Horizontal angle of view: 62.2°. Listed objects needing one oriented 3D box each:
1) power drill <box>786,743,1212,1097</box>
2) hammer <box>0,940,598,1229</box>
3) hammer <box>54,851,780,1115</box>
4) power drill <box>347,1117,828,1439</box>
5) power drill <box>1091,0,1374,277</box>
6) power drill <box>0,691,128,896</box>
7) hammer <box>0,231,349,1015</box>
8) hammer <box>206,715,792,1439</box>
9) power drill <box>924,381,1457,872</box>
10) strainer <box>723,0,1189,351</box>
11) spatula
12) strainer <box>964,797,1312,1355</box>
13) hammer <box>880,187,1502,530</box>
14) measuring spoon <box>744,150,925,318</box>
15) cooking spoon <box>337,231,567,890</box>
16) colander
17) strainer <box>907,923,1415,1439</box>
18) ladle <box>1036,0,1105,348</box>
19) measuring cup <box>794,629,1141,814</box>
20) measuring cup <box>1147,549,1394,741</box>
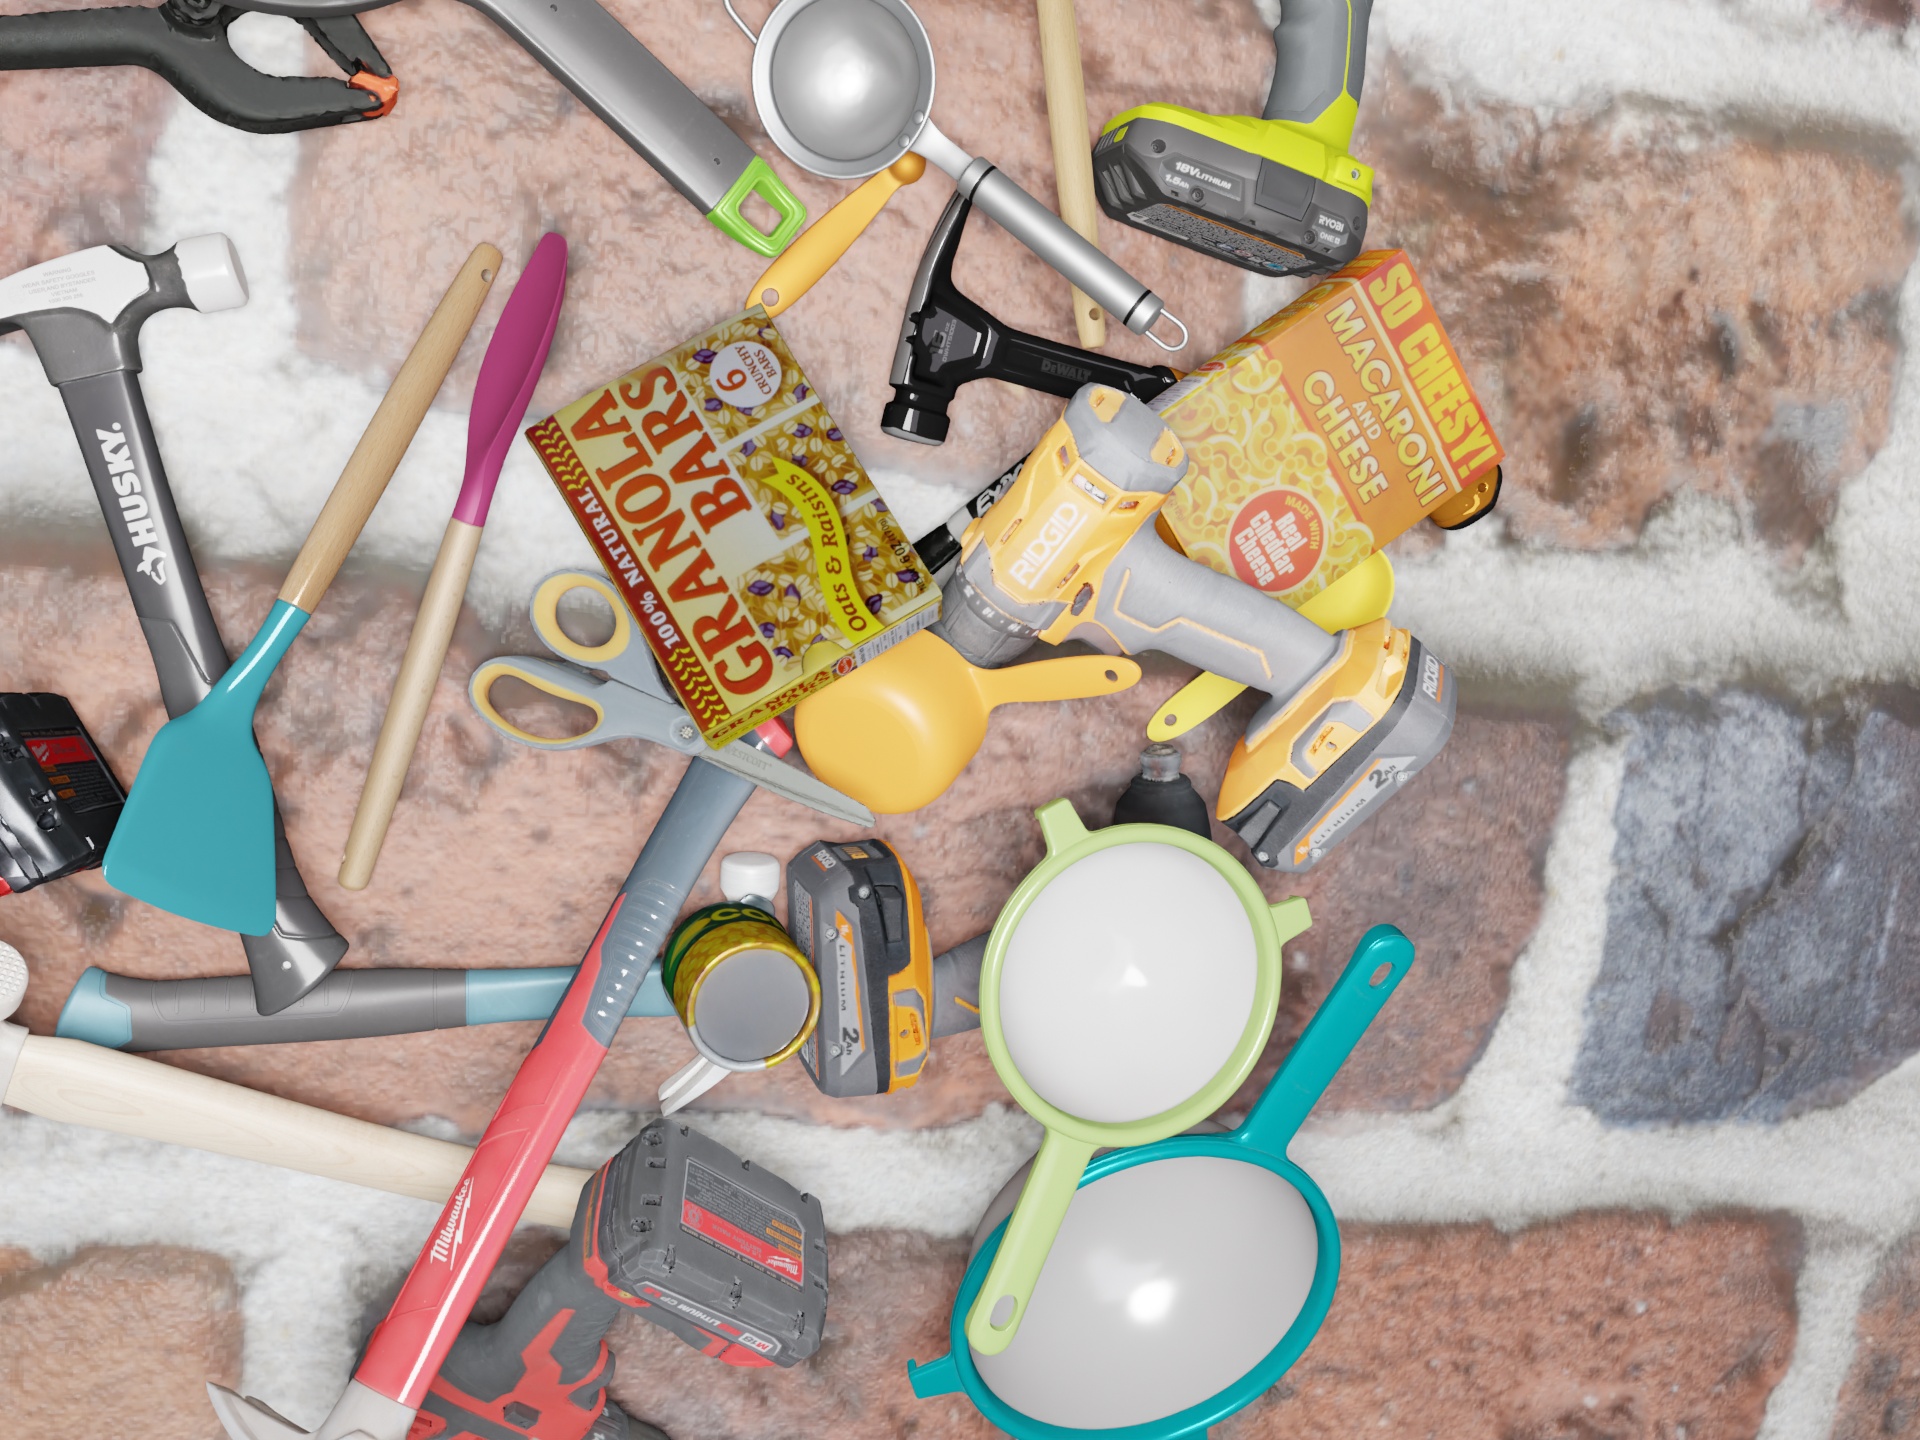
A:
[{"bbox_3d":[0.030,0.100,0.816,0.226,0.084,0.164,-5,102,-19],"label":"power drill"},{"bbox_3d":[-0.280,0.214,0.761,0.410,0.038,0.146,22,124,-24],"label":"hammer"},{"bbox_3d":[-0.253,0.133,0.768,0.331,0.033,0.128,-1,100,-15],"label":"hammer"},{"bbox_3d":[-0.162,0.309,0.777,0.226,0.080,0.187,-40,119,22],"label":"power drill"},{"bbox_3d":[0.143,-0.346,0.756,0.190,0.080,0.228,14,95,-18],"label":"power drill"},{"bbox_3d":[-0.462,0.074,0.640,0.219,0.143,0.078,-30,97,-10],"label":"power drill"},{"bbox_3d":[-0.343,-0.031,0.692,0.146,0.035,0.334,-16,99,-12],"label":"hammer"},{"bbox_3d":[-0.187,0.147,0.713,0.038,0.143,0.386,50,56,-43],"label":"hammer"},{"bbox_3d":[0.094,-0.025,0.759,0.226,0.084,0.185,37,125,-4],"label":"power drill"},{"bbox_3d":[0.001,-0.249,0.721,0.258,0.050,0.087,40,113,4],"label":"strainer"},{"bbox_3d":[-0.264,-0.068,0.678,0.082,0.044,0.317,41,69,-54],"label":"spatula"},{"bbox_3d":[0.051,0.168,0.753,0.151,0.069,0.256,23,89,-19],"label":"strainer"},{"bbox_3d":[0.132,-0.166,0.811,0.336,0.034,0.127,12,99,-18],"label":"hammer"},{"bbox_3d":[-0.059,-0.232,0.756,0.117,0.011,0.021,-45,109,-3],"label":"measuring spoon"},{"bbox_3d":[-0.232,-0.067,0.726,0.017,0.069,0.319,14,103,-35],"label":"cooking spoon"},{"bbox_3d":[-0.205,-0.339,0.635,0.396,0.094,0.204,39,76,-23],"label":"colander"},{"bbox_3d":[0.120,0.230,0.839,0.210,0.095,0.340,24,106,-23],"label":"strainer"},{"bbox_3d":[0.042,-0.331,0.734,0.069,0.031,0.315,-10,97,-16],"label":"ladle"},{"bbox_3d":[-0.001,-0.002,0.743,0.052,0.174,0.095,-50,125,-49],"label":"measuring cup"},{"bbox_3d":[0.161,-0.042,0.855,0.156,0.029,0.062,-38,109,7],"label":"measuring cup"}]
